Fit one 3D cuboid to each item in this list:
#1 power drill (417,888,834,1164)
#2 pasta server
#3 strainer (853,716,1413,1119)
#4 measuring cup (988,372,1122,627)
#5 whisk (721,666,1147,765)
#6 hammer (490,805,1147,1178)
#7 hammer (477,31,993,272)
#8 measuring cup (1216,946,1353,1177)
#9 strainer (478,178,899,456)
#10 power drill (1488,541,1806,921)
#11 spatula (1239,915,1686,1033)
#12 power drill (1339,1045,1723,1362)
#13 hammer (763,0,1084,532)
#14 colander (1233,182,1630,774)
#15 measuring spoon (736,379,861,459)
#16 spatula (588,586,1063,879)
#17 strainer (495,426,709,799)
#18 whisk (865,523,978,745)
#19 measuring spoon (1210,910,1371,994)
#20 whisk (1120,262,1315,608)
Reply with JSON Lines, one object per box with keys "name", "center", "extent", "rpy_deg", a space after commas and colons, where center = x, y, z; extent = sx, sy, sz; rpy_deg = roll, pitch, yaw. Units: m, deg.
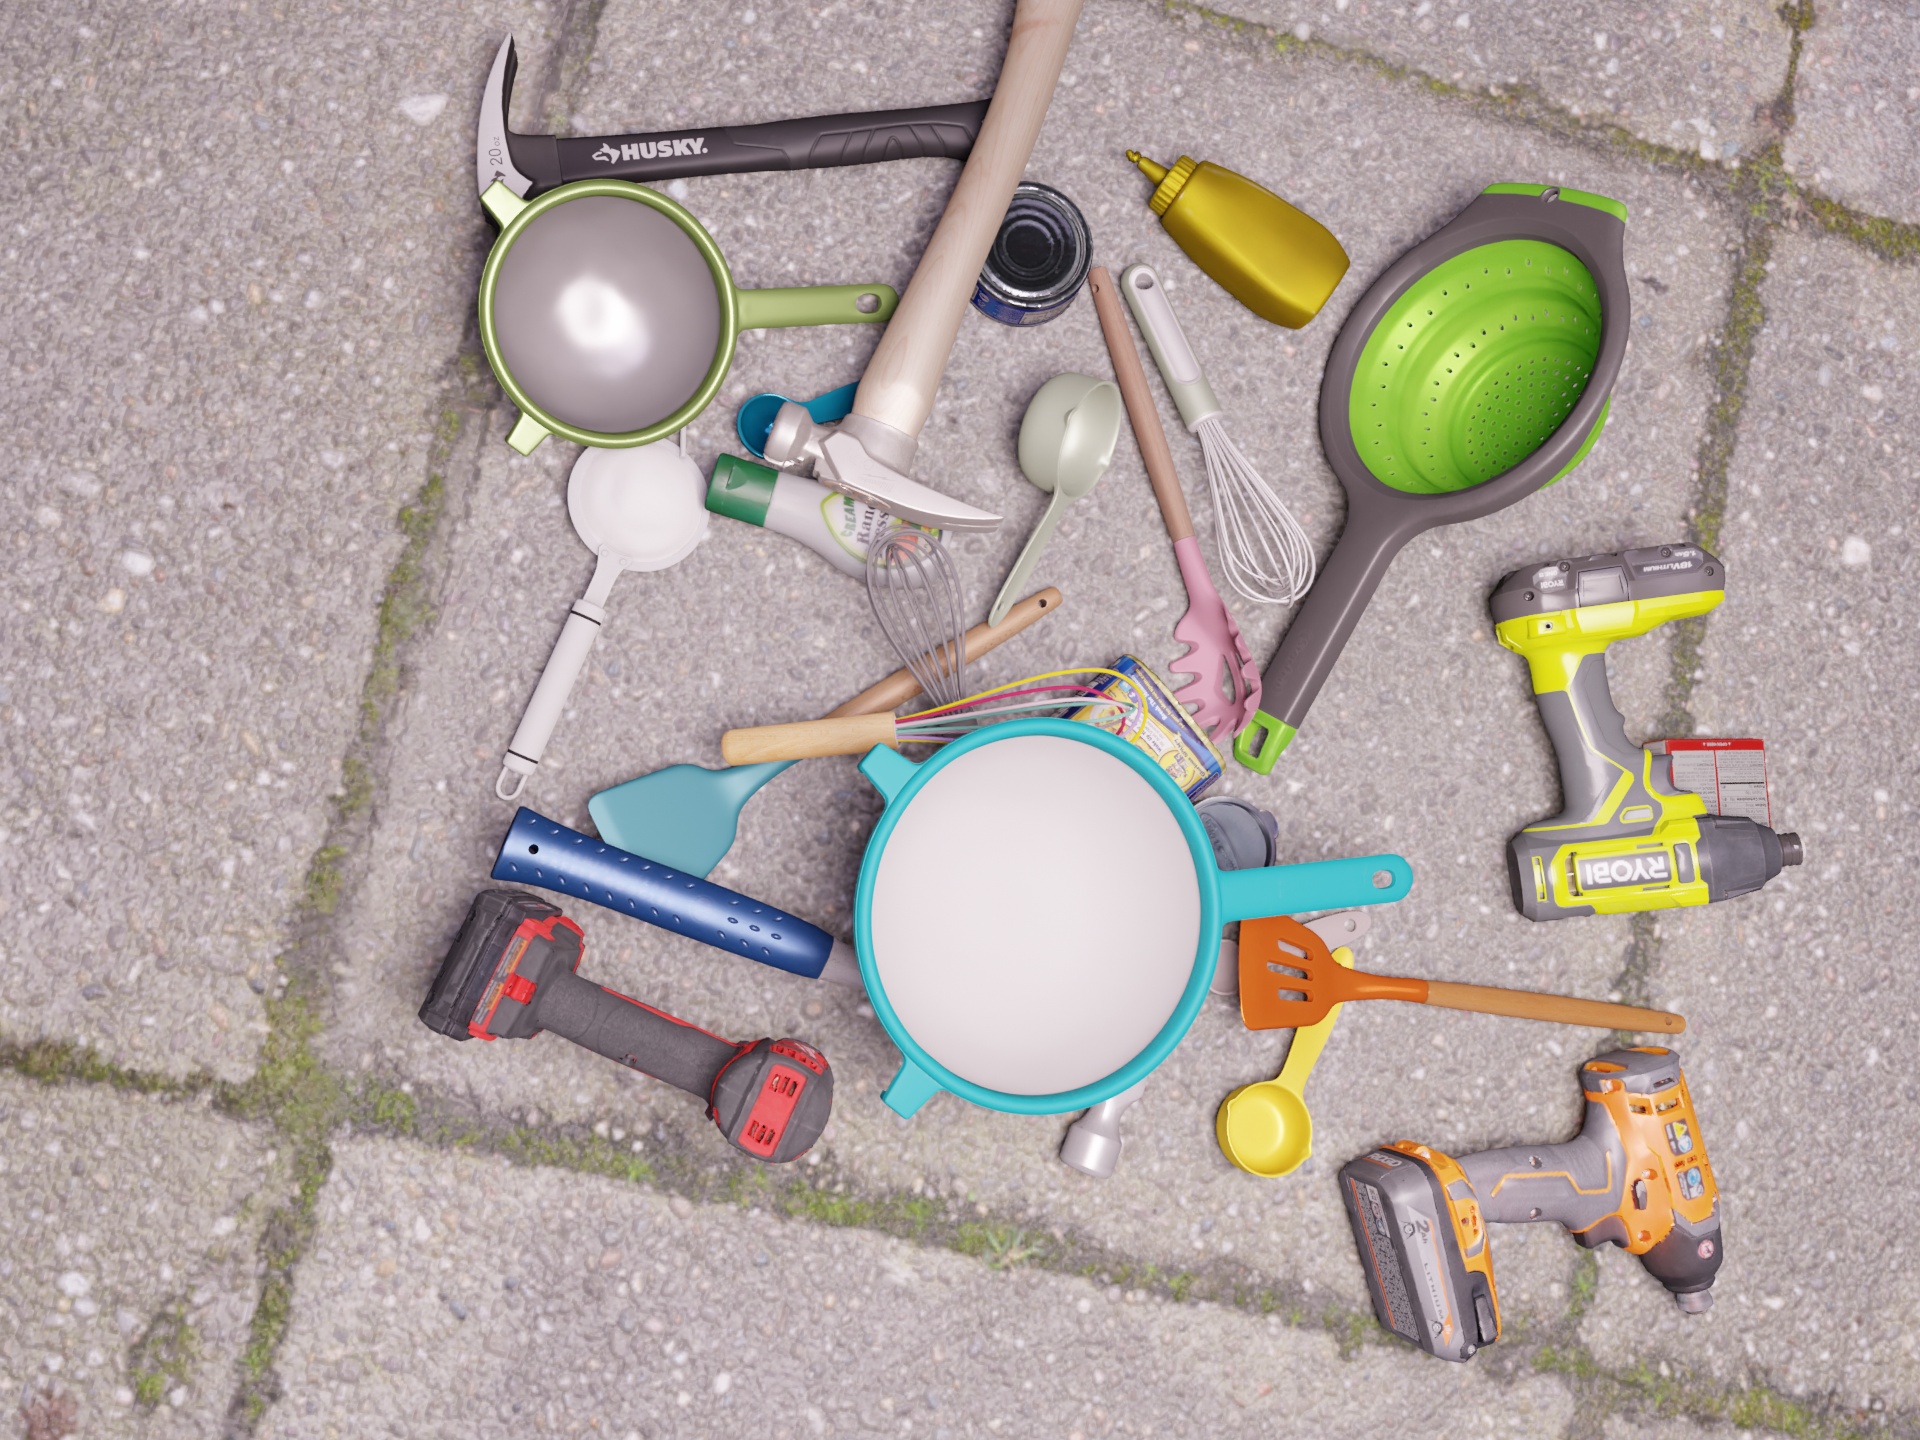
{"name": "power drill", "center": [-0.172, 0.174, 0.883], "extent": [0.219, 0.143, 0.078], "rpy_deg": [25, 82, 1]}
{"name": "pasta server", "center": [0.129, -0.140, 1.007], "extent": [0.040, 0.060, 0.316], "rpy_deg": [-12, 83, -44]}
{"name": "strainer", "center": [0.092, 0.102, 0.908], "extent": [0.340, 0.095, 0.211], "rpy_deg": [-3, 87, -21]}
{"name": "measuring cup", "center": [0.045, -0.137, 0.982], "extent": [0.038, 0.083, 0.167], "rpy_deg": [27, 88, 25]}
{"name": "whisk", "center": [-0.015, 0.007, 0.909], "extent": [0.245, 0.051, 0.047], "rpy_deg": [-6, 115, 4]}
{"name": "hammer", "center": [-0.067, 0.135, 0.922], "extent": [0.405, 0.035, 0.144], "rpy_deg": [23, 80, -15]}
{"name": "hammer", "center": [-0.130, -0.362, 0.990], "extent": [0.334, 0.035, 0.146], "rpy_deg": [-9, 87, -10]}
{"name": "measuring cup", "center": [0.208, 0.211, 0.996], "extent": [0.062, 0.029, 0.156], "rpy_deg": [32, 69, -6]}
{"name": "strainer", "center": [-0.165, -0.248, 0.961], "extent": [0.256, 0.069, 0.151], "rpy_deg": [-10, 109, -25]}
{"name": "power drill", "center": [0.427, 0.008, 1.004], "extent": [0.171, 0.080, 0.223], "rpy_deg": [-8, 86, 10]}
{"name": "spatula", "center": [0.317, 0.172, 0.998], "extent": [0.322, 0.041, 0.081], "rpy_deg": [9, 70, -12]}
{"name": "power drill", "center": [0.364, 0.311, 0.979], "extent": [0.226, 0.084, 0.164], "rpy_deg": [-15, 87, -14]}
{"name": "hammer", "center": [0.021, -0.316, 0.973], "extent": [0.146, 0.038, 0.411], "rpy_deg": [22, 80, -6]}
{"name": "colander", "center": [0.298, -0.135, 1.005], "extent": [0.094, 0.205, 0.397], "rpy_deg": [23, 98, -40]}
{"name": "measuring spoon", "center": [-0.080, -0.193, 0.994], "extent": [0.128, 0.021, 0.042], "rpy_deg": [-22, 87, -20]}
{"name": "spatula", "center": [-0.068, 0.001, 0.959], "extent": [0.317, 0.044, 0.082], "rpy_deg": [-32, 95, -12]}
{"name": "strainer", "center": [-0.216, -0.071, 0.946], "extent": [0.086, 0.050, 0.258], "rpy_deg": [25, 84, -20]}
{"name": "whisk", "center": [-0.001, -0.003, 0.951], "extent": [0.055, 0.055, 0.239], "rpy_deg": [-22, 105, -10]}
{"name": "measuring spoon", "center": [0.204, 0.143, 1.005], "extent": [0.124, 0.018, 0.034], "rpy_deg": [-15, 85, -17]}
{"name": "whisk", "center": [0.158, -0.182, 1.006], "extent": [0.058, 0.059, 0.246], "rpy_deg": [-22, 80, -6]}
